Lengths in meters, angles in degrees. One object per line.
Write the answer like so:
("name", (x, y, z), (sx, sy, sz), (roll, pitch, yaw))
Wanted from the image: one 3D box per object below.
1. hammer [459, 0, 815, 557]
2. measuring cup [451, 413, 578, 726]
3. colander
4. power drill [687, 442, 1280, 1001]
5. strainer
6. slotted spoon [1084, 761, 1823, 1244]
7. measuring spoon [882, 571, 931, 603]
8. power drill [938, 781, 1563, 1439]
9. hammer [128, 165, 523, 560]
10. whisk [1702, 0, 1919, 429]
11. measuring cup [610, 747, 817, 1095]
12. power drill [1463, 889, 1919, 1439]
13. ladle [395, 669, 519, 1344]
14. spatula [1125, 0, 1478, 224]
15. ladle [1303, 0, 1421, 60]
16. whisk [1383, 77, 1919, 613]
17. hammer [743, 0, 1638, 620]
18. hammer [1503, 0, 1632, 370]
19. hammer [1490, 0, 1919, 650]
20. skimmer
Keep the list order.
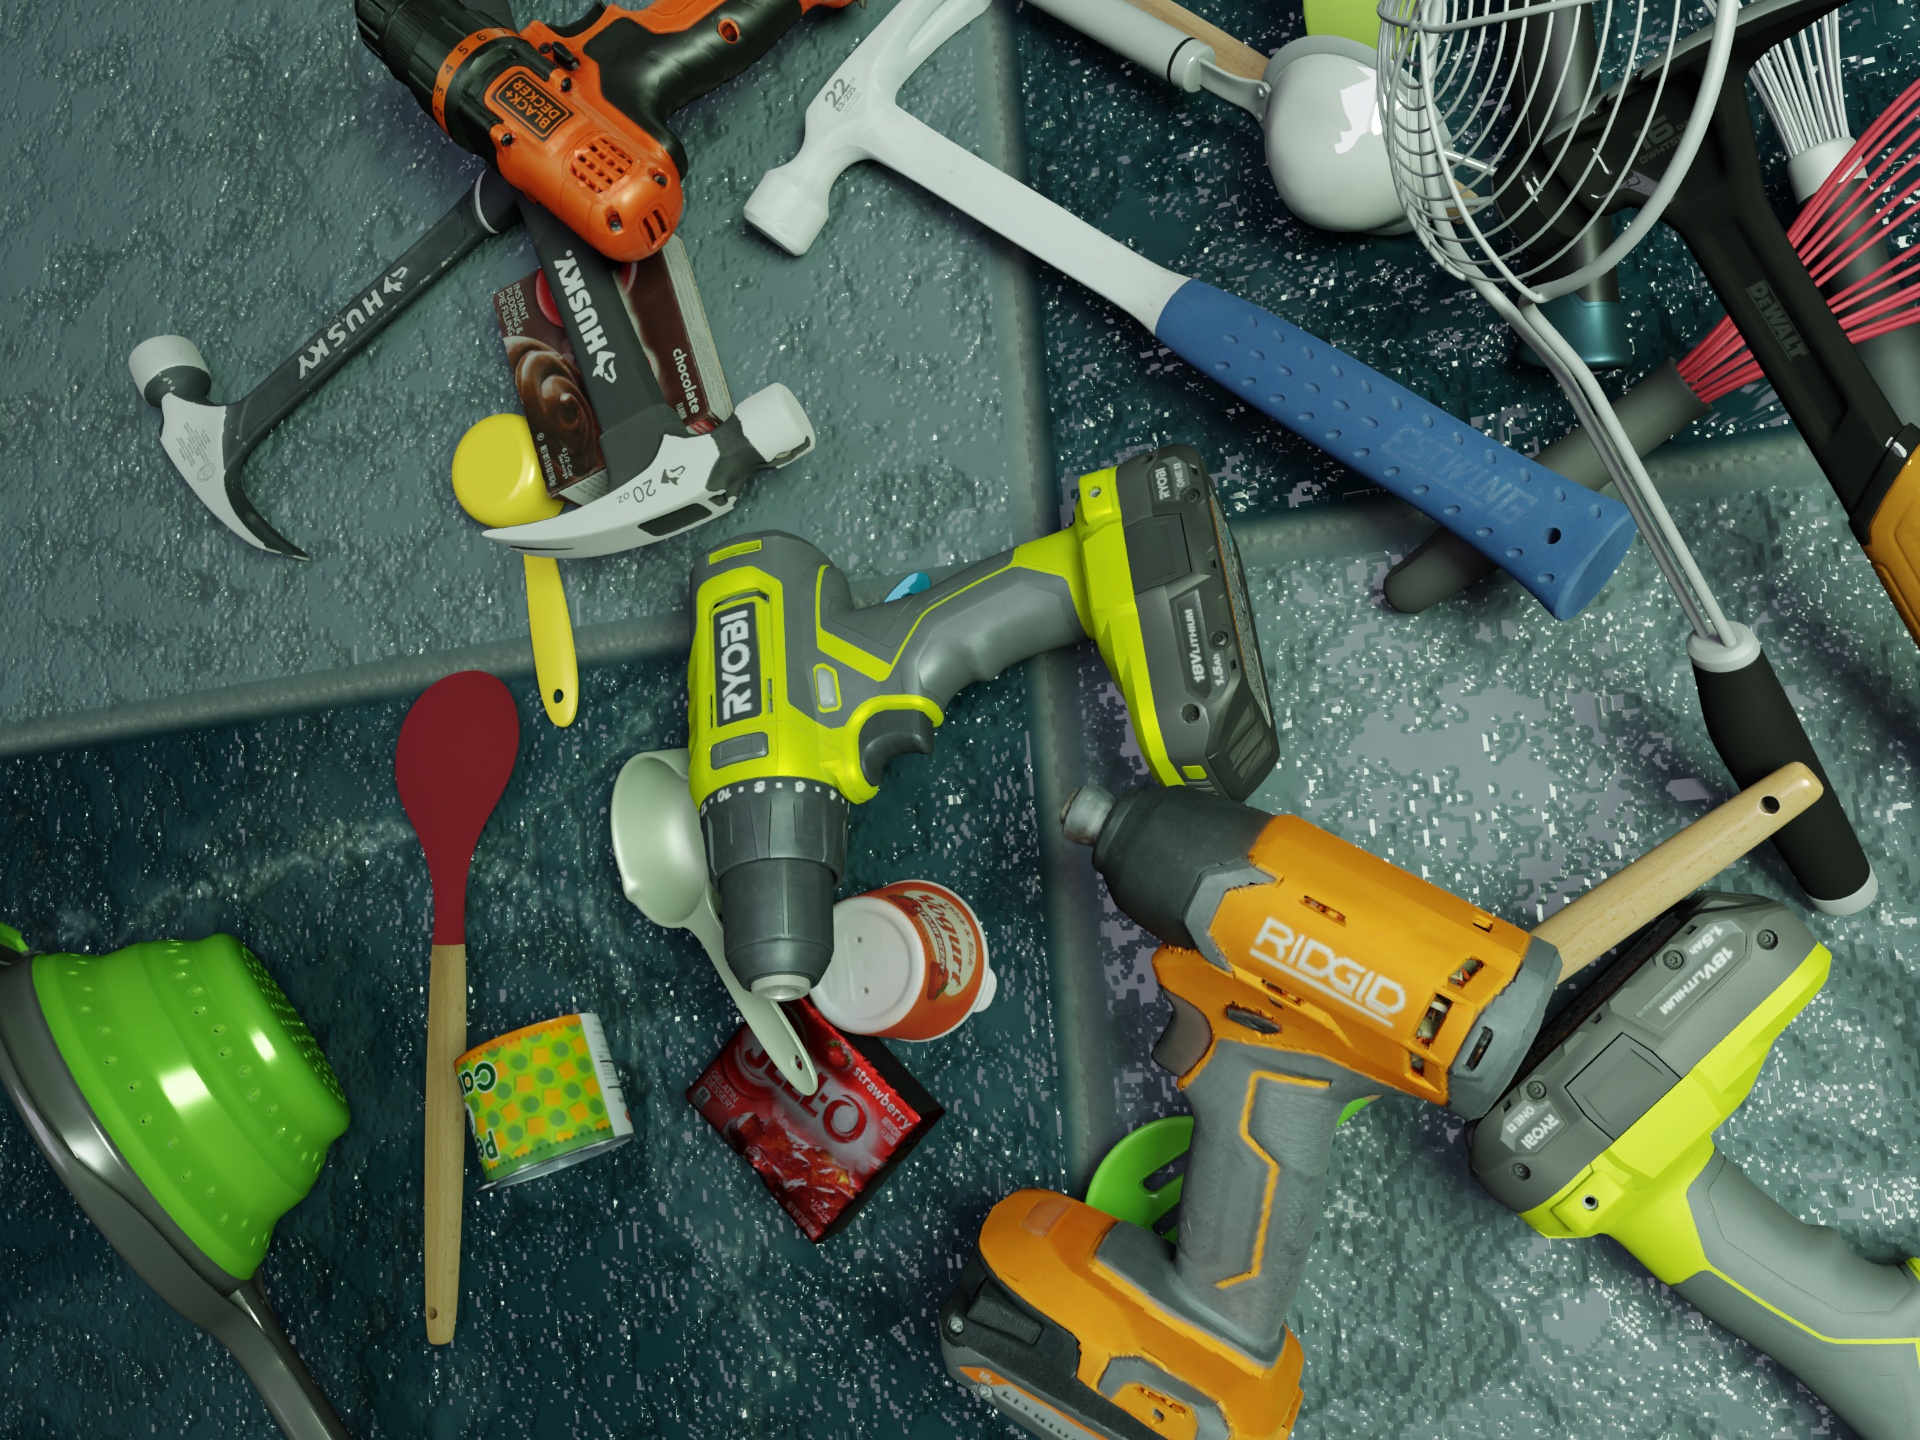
("hammer", (-0.189, -0.228, 0.721), (0.146, 0.035, 0.335), (-27, 73, 12))
("measuring cup", (-0.207, -0.073, 0.754), (0.062, 0.029, 0.157), (-18, 76, 19))
("colander", (-0.303, 0.234, 0.727), (0.094, 0.204, 0.397), (-33, 89, -20))
("power drill", (-0.001, -0.002, 0.615), (0.228, 0.080, 0.191), (-15, 62, 16))
("strainer", (0.096, -0.253, 0.629), (0.050, 0.086, 0.259), (-41, 63, -14))
("slotted spoon", (0.159, 0.115, 0.553), (0.313, 0.031, 0.070), (-45, 73, 28))
("measuring spoon", (-0.045, -0.007, 0.694), (0.042, 0.021, 0.128), (30, 87, 27))
("power drill", (0.076, 0.136, 0.540), (0.164, 0.084, 0.226), (28, 107, 17))
("hammer", (-0.245, -0.240, 0.786), (0.409, 0.036, 0.149), (-35, 74, 15))
("whisk", (0.294, -0.222, 0.559), (0.070, 0.070, 0.285), (-15, 84, 20))
("measuring cup", (-0.092, 0.083, 0.673), (0.168, 0.038, 0.083), (54, 132, 23))
("power drill", (0.292, 0.166, 0.507), (0.223, 0.080, 0.171), (45, 102, 16))
("ladle", (-0.243, 0.132, 0.751), (0.069, 0.031, 0.315), (-2, 85, 21))
("spatula", (0.086, -0.295, 0.667), (0.316, 0.018, 0.059), (42, 105, 21))
("ladle", (0.103, -0.389, 0.653), (0.062, 0.078, 0.320), (-34, 66, 22))
("whisk", (0.260, -0.125, 0.529), (0.295, 0.073, 0.073), (-39, 71, 33))
("hammer", (0.079, -0.170, 0.618), (0.406, 0.035, 0.144), (40, 99, 29))
("hammer", (0.213, -0.290, 0.585), (0.033, 0.128, 0.331), (-4, 89, -23))
("hammer", (0.295, -0.053, 0.472), (0.337, 0.034, 0.127), (55, 148, -7))
("skimmer", (0.222, -0.082, 0.459), (0.090, 0.363, 0.127), (-39, 27, 3))
